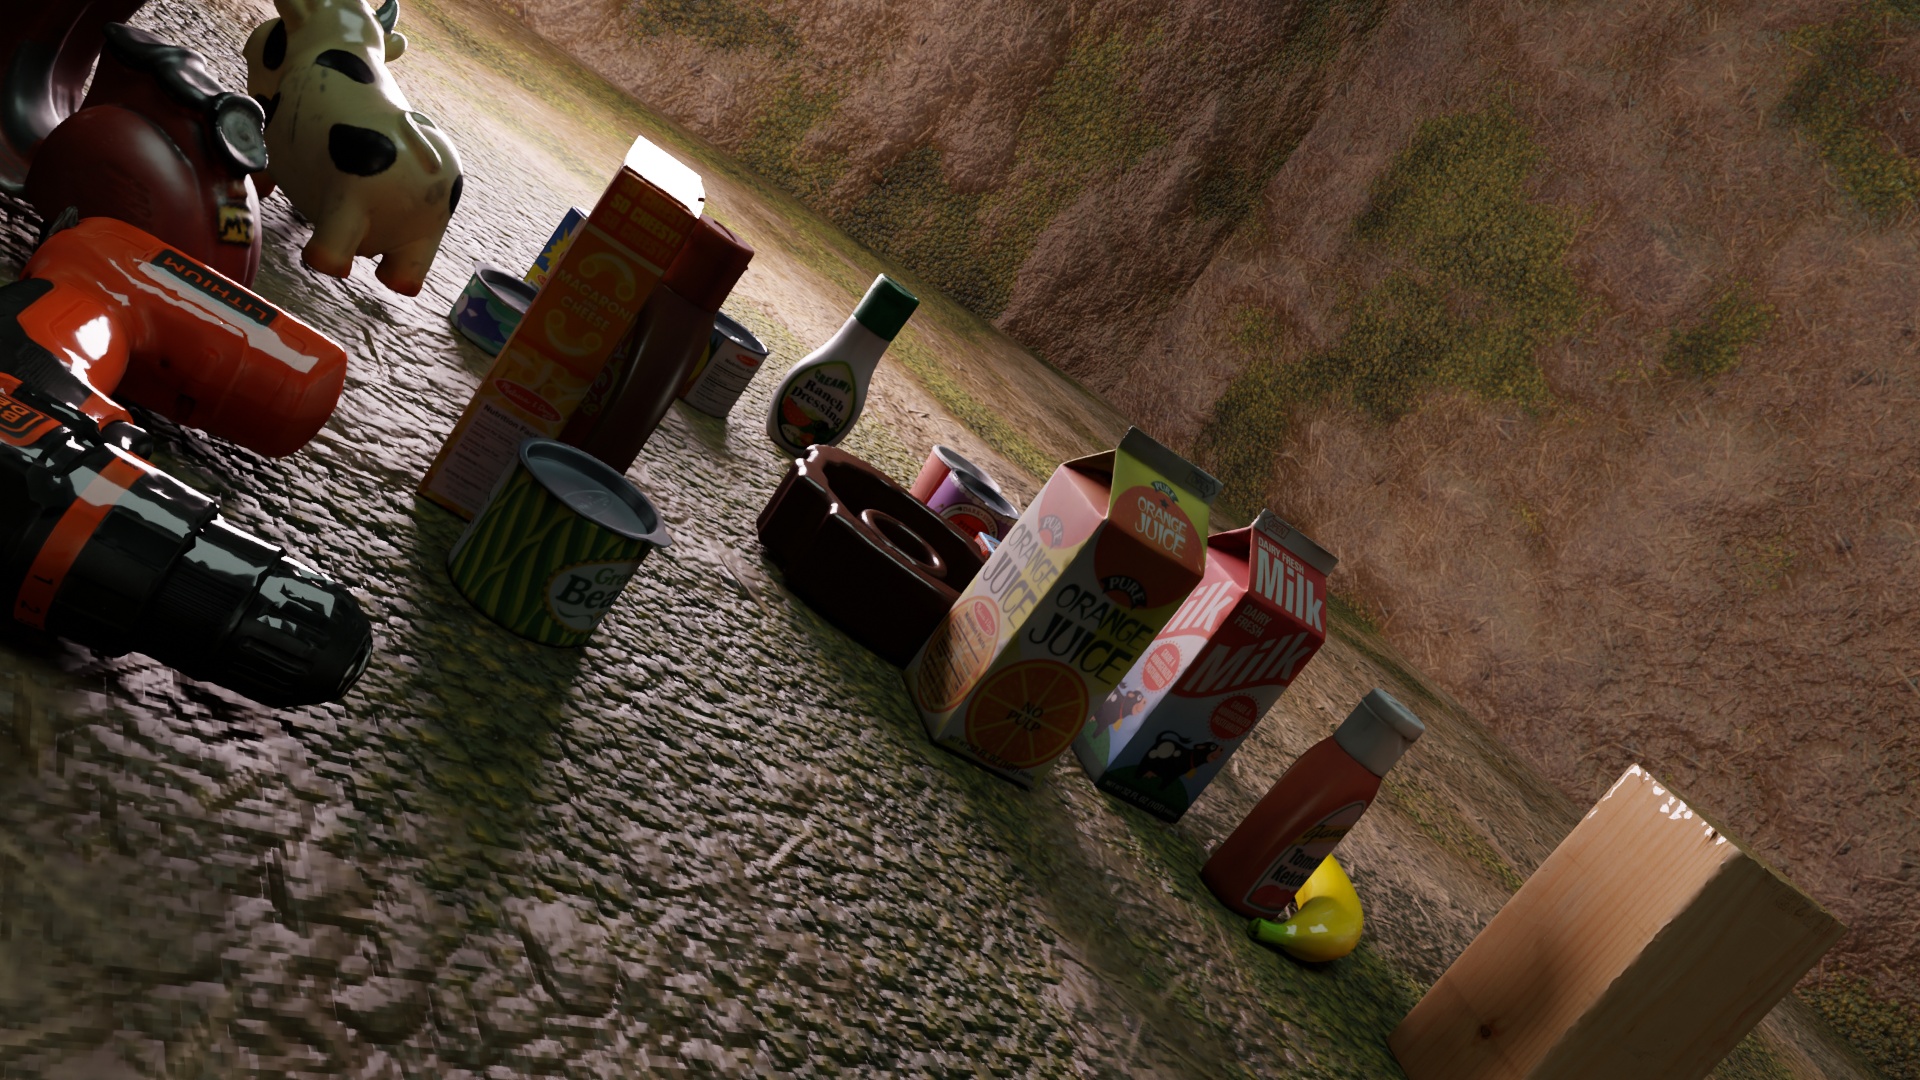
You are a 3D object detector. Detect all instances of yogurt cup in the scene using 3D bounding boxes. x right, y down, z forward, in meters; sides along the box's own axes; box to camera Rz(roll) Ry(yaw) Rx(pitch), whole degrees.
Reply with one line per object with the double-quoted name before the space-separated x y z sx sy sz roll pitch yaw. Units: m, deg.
"yogurt cup" -0.009 -0.038 1.139 0.072 0.054 0.072 35 12 -8

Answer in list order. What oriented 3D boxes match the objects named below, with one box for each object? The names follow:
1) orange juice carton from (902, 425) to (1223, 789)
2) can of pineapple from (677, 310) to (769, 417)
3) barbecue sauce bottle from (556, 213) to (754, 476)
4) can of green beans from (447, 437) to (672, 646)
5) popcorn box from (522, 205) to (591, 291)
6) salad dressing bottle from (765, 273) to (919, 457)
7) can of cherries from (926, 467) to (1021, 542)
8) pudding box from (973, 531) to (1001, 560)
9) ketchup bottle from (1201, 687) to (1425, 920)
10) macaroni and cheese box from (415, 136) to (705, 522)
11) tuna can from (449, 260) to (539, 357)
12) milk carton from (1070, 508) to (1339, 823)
"orange juice carton" 0.058 0.031 0.743 0.072 0.192 0.073 31 13 -28
"can of pineapple" -0.181 -0.131 0.997 0.071 0.057 0.071 35 12 -8
"barbecue sauce bottle" -0.161 -0.098 0.717 0.043 0.148 0.065 27 16 -41
"can of green beans" -0.163 0.001 0.560 0.071 0.057 0.071 35 12 -8
"popcorn box" -0.232 -0.165 0.920 0.038 0.085 0.127 40 12 15
"salad dressing bottle" -0.088 -0.130 1.041 0.064 0.147 0.044 35 12 -9
"can of cherries" 0.004 -0.013 1.071 0.071 0.058 0.072 35 12 -8
"pudding box" 0.023 0.035 0.965 0.030 0.049 0.084 30 14 -29
"ketchup bottle" 0.206 0.152 0.803 0.064 0.148 0.044 25 17 -45
"macaroni and cheese box" -0.177 -0.098 0.632 0.040 0.166 0.124 33 13 -20
"tuna can" -0.267 -0.132 0.823 0.071 0.032 0.071 35 12 -8
"milk carton" 0.151 0.071 0.852 0.072 0.190 0.074 31 13 -28
